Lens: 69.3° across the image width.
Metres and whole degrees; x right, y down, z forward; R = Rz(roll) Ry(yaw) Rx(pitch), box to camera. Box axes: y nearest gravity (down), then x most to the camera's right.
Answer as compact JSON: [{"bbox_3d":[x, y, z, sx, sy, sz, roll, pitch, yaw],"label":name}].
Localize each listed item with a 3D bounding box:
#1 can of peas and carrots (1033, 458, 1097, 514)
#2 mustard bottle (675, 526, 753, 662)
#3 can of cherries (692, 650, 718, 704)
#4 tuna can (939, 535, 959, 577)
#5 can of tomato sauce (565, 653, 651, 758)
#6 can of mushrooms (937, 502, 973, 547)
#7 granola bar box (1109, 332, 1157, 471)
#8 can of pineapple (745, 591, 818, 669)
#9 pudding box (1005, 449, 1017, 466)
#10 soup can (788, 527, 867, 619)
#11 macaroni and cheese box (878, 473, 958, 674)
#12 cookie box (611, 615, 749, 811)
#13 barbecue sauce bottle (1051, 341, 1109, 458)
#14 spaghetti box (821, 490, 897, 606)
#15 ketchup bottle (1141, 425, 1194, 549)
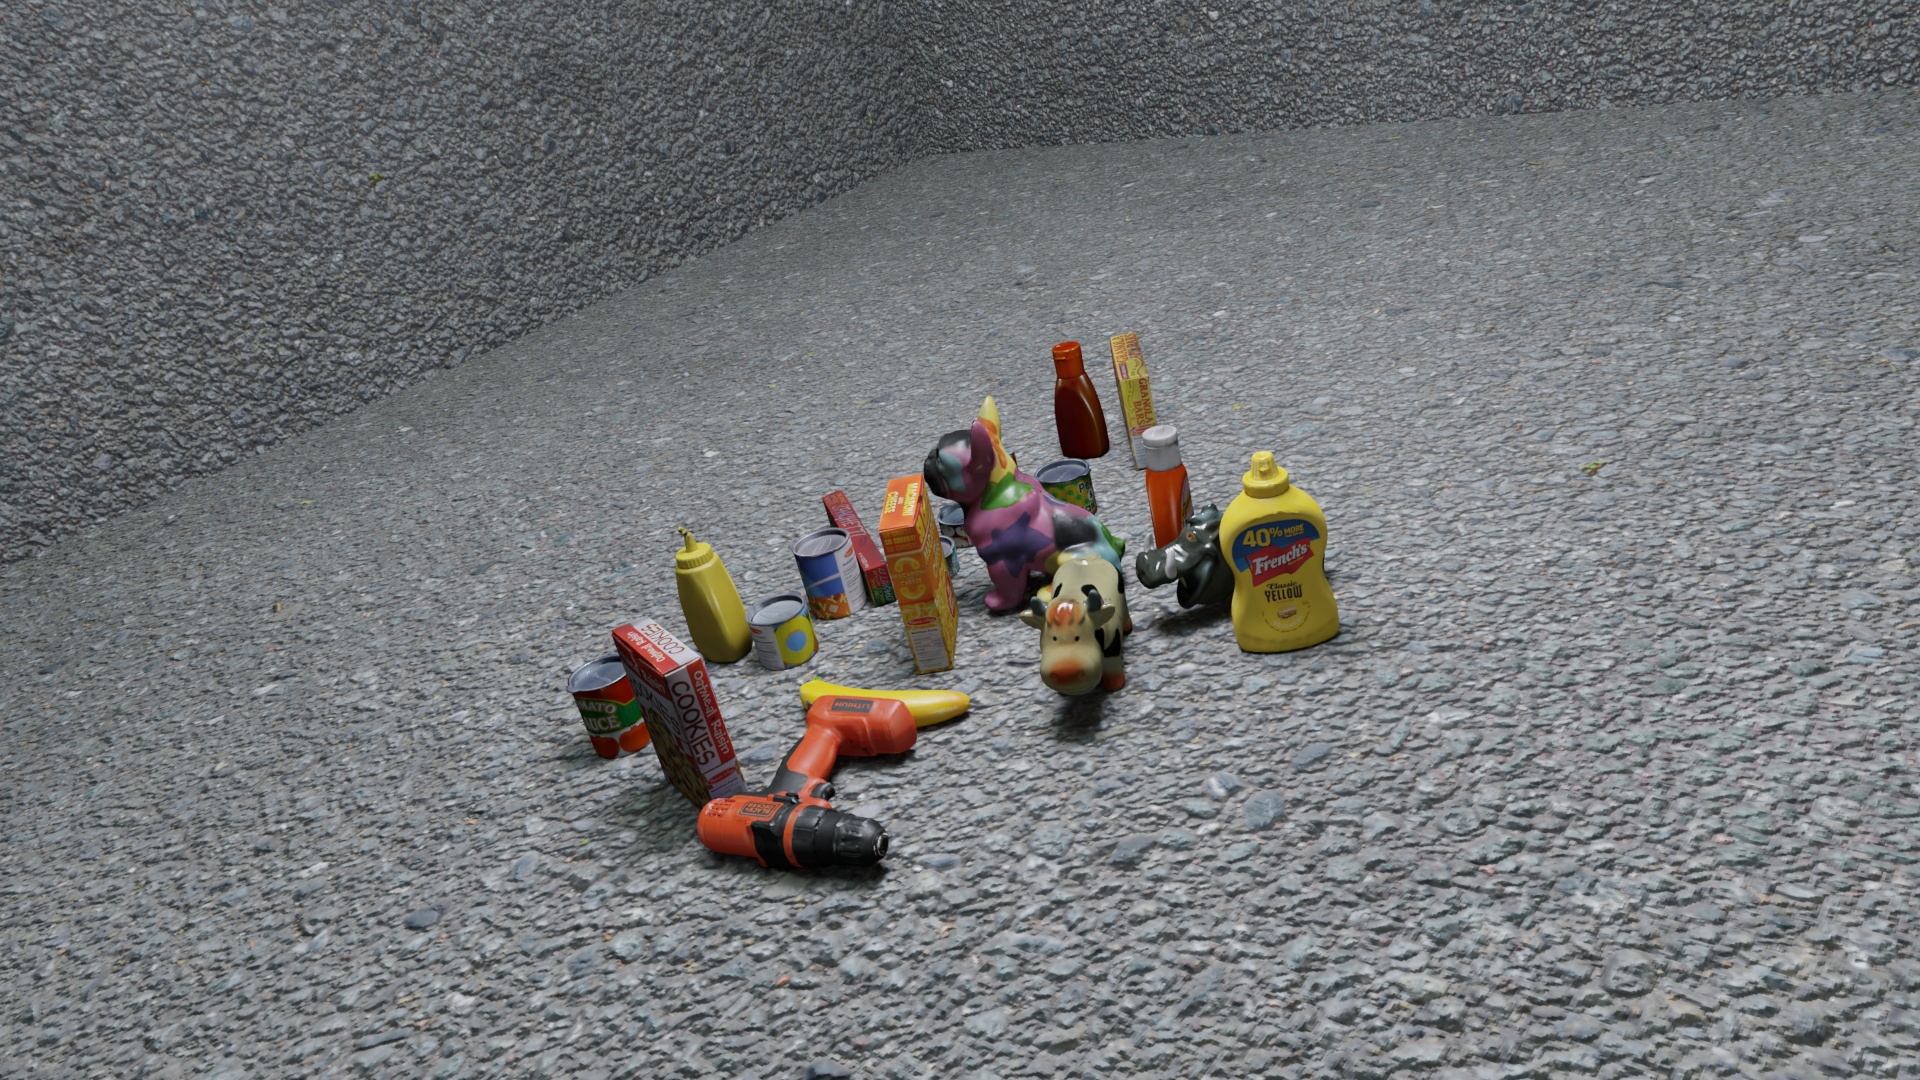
[{"bbox_3d":[0.127,-0.057,1.640,0.071,0.058,0.071,-11,25,5],"label":"can of peas and carrots"},{"bbox_3d":[-0.272,0.054,1.493,0.065,0.159,0.049,3,30,32],"label":"mustard bottle"},{"bbox_3d":[-0.285,0.152,1.415,0.071,0.058,0.072,-11,25,5],"label":"can of cherries"},{"bbox_3d":[-0.034,0.023,1.585,0.071,0.032,0.071,-11,25,5],"label":"tuna can"},{"bbox_3d":[-0.348,0.167,1.389,0.071,0.082,0.071,-11,25,5],"label":"can of tomato sauce"},{"bbox_3d":[0.006,-0.021,1.655,0.071,0.033,0.071,-11,25,5],"label":"can of mushrooms"},{"bbox_3d":[0.222,-0.178,1.765,0.039,0.123,0.166,-11,25,7],"label":"granola bar box"},{"bbox_3d":[-0.188,0.096,1.483,0.071,0.057,0.071,-11,25,5],"label":"can of pineapple"},{"bbox_3d":[0.036,-0.093,1.769,0.030,0.049,0.084,-32,31,-34],"label":"pudding box"},{"bbox_3d":[-0.148,0.037,1.554,0.071,0.083,0.071,-11,25,5],"label":"soup can"},{"bbox_3d":[-0.040,0.033,1.413,0.040,0.165,0.124,-10,25,8],"label":"macaroni and cheese box"},{"bbox_3d":[-0.251,0.162,1.251,0.040,0.166,0.123,-27,28,-26],"label":"cookie box"},{"bbox_3d":[0.148,-0.179,1.776,0.065,0.148,0.044,4,30,33],"label":"barbecue sauce bottle"},{"bbox_3d":[-0.123,0.005,1.647,0.029,0.050,0.251,-19,26,-10],"label":"spaghetti box"},{"bbox_3d":[0.221,-0.047,1.467,0.043,0.148,0.065,-2,28,25],"label":"ketchup bottle"}]
